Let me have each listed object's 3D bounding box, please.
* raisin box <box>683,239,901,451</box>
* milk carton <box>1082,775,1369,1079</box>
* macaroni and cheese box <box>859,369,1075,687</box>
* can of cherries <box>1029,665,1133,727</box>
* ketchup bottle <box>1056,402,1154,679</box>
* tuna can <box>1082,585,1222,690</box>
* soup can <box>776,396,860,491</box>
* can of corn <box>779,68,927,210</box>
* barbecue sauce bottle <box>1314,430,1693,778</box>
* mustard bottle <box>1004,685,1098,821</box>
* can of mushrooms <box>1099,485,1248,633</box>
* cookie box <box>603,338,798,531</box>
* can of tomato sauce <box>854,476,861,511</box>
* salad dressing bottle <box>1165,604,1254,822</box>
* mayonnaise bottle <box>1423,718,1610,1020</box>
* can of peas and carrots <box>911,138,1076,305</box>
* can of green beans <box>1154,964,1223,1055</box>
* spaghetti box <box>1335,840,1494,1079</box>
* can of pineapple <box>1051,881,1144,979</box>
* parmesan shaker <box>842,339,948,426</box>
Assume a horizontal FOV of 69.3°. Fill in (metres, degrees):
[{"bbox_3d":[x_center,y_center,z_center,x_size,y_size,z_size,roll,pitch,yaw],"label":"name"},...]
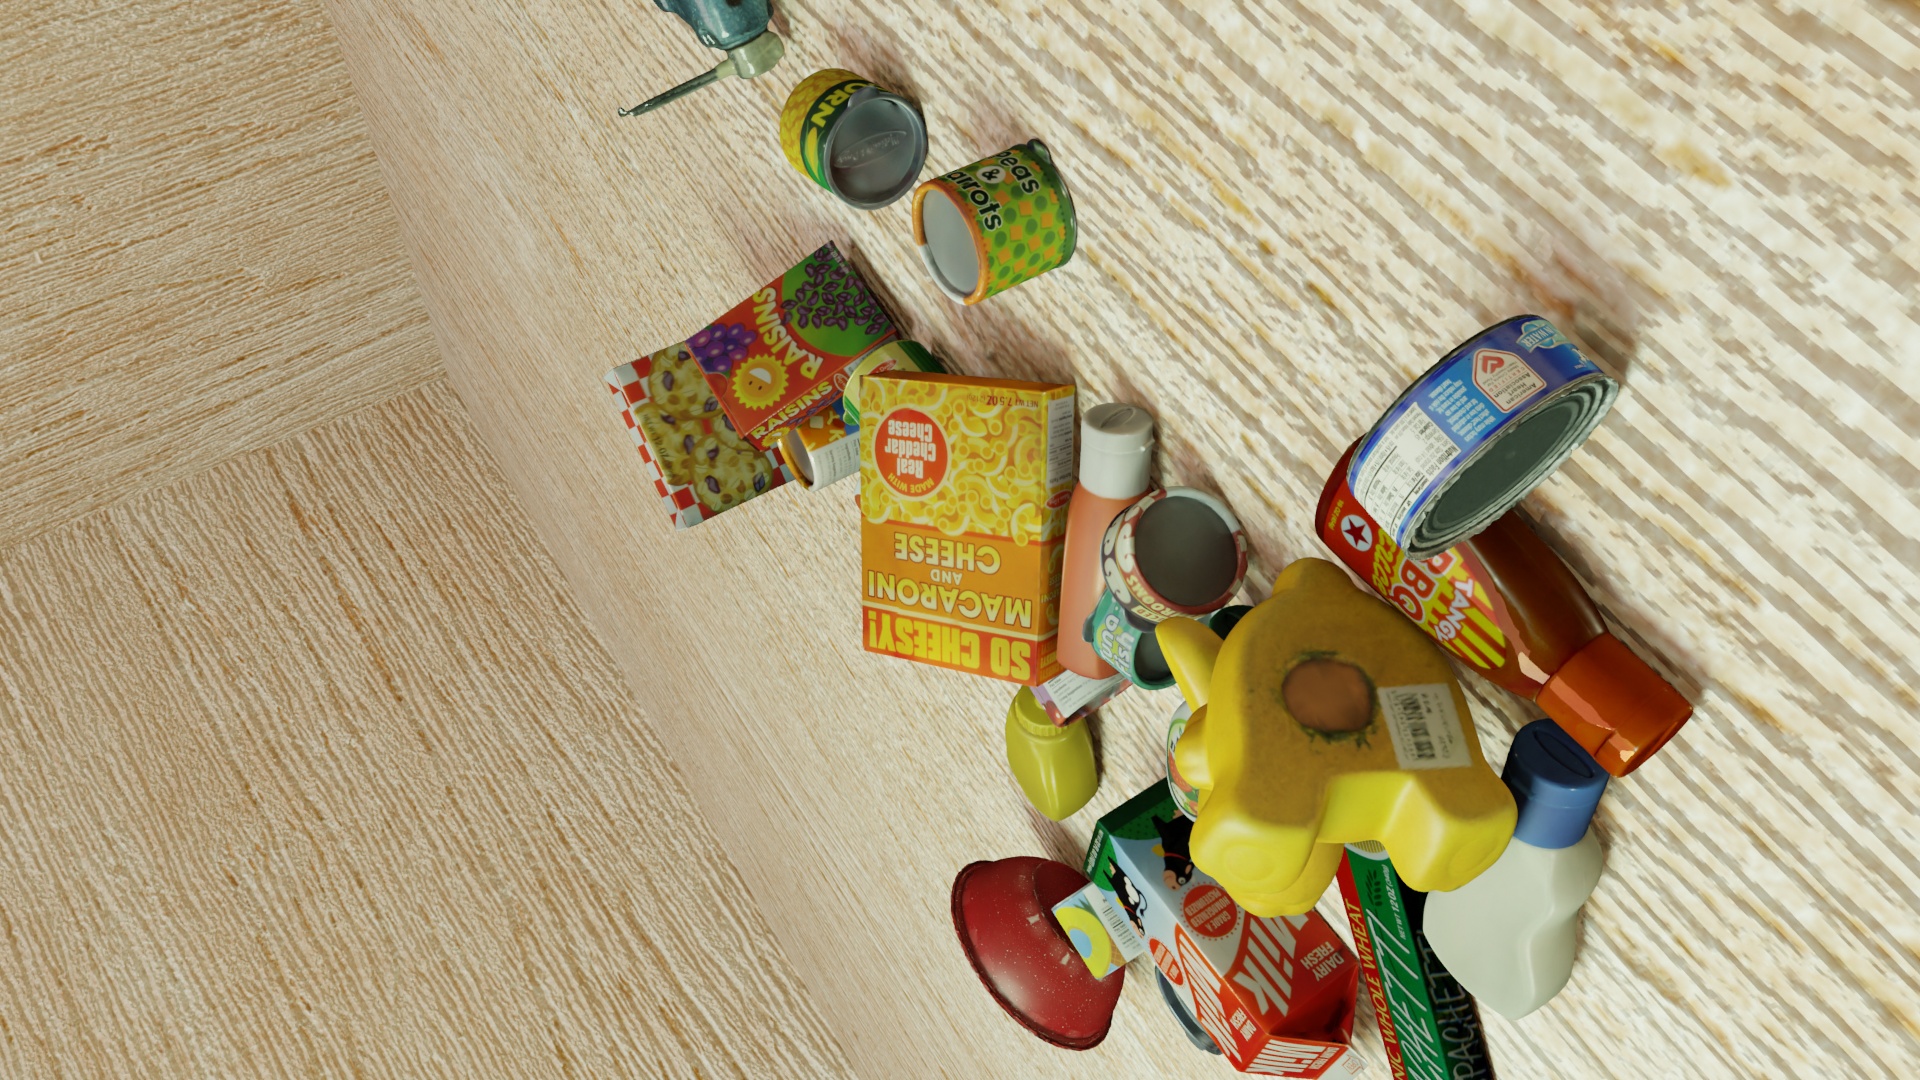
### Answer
[{"bbox_3d":[-0.110,-0.129,0.929,0.086,0.123,0.040,56,-179,18],"label":"raisin box"},{"bbox_3d":[0.160,0.233,0.806,0.191,0.074,0.072,51,155,27],"label":"milk carton"},{"bbox_3d":[0.003,-0.010,0.797,0.124,0.040,0.166,9,106,31],"label":"macaroni and cheese box"},{"bbox_3d":[0.070,0.072,0.840,0.058,0.072,0.071,56,157,15],"label":"can of cherries"},{"bbox_3d":[0.081,0.000,0.742,0.043,0.065,0.148,21,128,29],"label":"ketchup bottle"},{"bbox_3d":[0.101,0.044,0.727,0.033,0.071,0.070,38,147,44],"label":"tuna can"},{"bbox_3d":[-0.083,-0.082,0.981,0.071,0.084,0.071,48,154,34],"label":"soup can"},{"bbox_3d":[-0.062,-0.231,0.789,0.058,0.071,0.070,42,150,43],"label":"can of corn"},{"bbox_3d":[0.200,0.022,0.518,0.149,0.044,0.064,49,153,30],"label":"barbecue sauce bottle"},{"bbox_3d":[0.060,0.131,0.926,0.065,0.049,0.159,48,162,31],"label":"mustard bottle"},{"bbox_3d":[0.105,0.010,0.682,0.071,0.071,0.033,61,157,4],"label":"can of mushrooms"},{"bbox_3d":[-0.155,-0.097,1.014,0.040,0.168,0.123,-10,105,64],"label":"cookie box"},{"bbox_3d":[-0.025,-0.016,0.948,0.083,0.071,0.070,50,155,31],"label":"can of tomato sauce"},{"bbox_3d":[0.140,0.094,0.732,0.064,0.044,0.146,48,153,36],"label":"salad dressing bottle"},{"bbox_3d":[0.233,0.135,0.577,0.065,0.041,0.147,48,152,41],"label":"mayonnaise bottle"},{"bbox_3d":[0.016,-0.161,0.702,0.071,0.059,0.070,47,153,33],"label":"can of peas and carrots"},{"bbox_3d":[0.164,0.275,0.865,0.071,0.058,0.071,47,153,34],"label":"can of green beans"},{"bbox_3d":[0.224,0.207,0.693,0.050,0.029,0.249,17,130,62],"label":"spaghetti box"},{"bbox_3d":[0.106,0.265,0.973,0.058,0.071,0.070,56,157,16],"label":"can of pineapple"},{"bbox_3d":[-0.021,-0.067,0.876,0.103,0.071,0.071,50,155,29],"label":"parmesan shaker"}]
